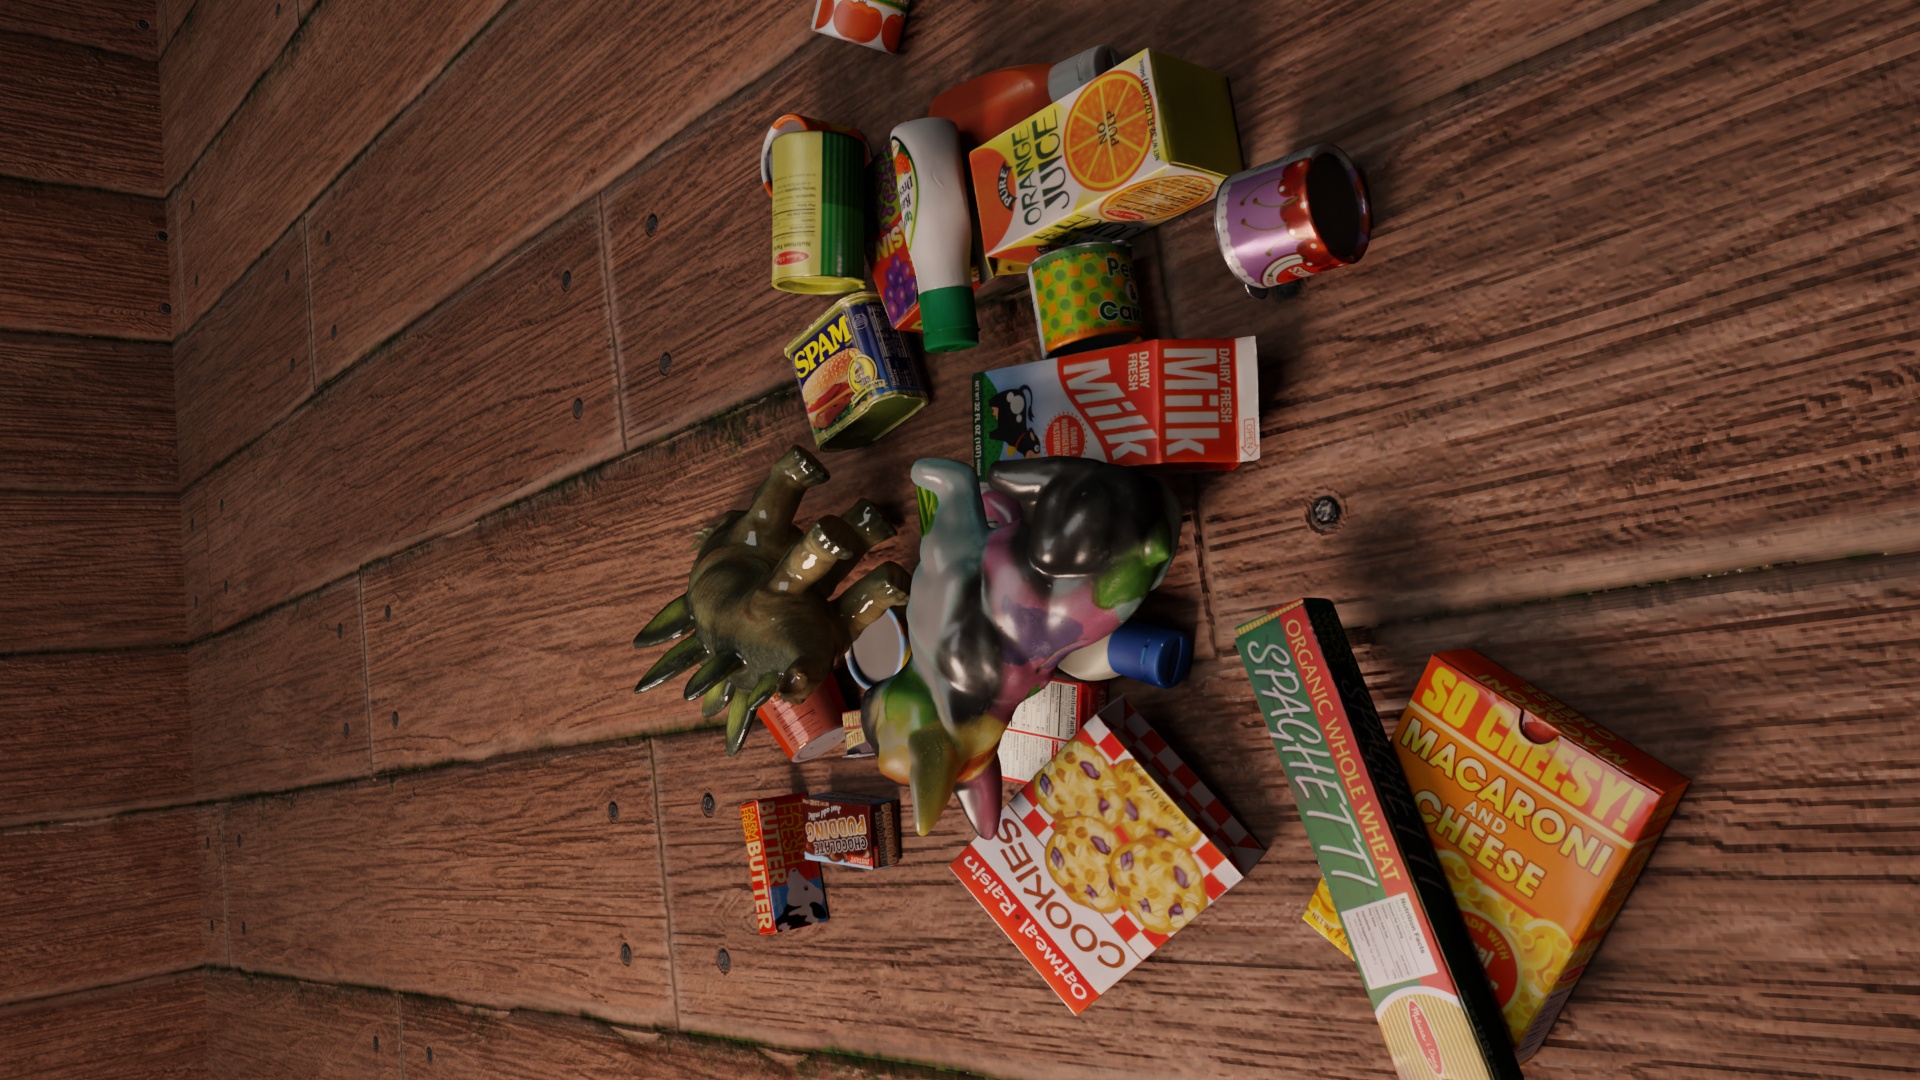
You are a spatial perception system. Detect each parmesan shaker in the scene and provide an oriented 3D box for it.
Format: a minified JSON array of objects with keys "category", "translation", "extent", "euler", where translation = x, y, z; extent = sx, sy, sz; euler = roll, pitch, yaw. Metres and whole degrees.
[{"category":"parmesan shaker","translation":[-0.098,-0.231,0.985],"extent":[0.071,0.071,0.103],"euler":[0,89,46]}]

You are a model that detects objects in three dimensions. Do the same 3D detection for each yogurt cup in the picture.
[{"category":"yogurt cup","translation":[-0.117,0.133,1.063],"extent":[0.072,0.072,0.054],"euler":[-46,67,36]}]

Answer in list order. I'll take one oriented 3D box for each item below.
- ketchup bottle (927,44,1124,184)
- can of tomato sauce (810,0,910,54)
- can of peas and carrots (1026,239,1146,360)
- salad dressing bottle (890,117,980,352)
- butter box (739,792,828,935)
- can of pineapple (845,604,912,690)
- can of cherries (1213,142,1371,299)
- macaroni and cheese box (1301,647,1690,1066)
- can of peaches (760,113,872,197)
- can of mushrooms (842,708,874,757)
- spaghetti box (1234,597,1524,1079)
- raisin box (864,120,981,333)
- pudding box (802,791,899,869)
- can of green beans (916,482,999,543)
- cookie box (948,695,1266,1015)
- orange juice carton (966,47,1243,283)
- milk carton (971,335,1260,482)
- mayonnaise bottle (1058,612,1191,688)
[{"category":"ketchup bottle","translation":[0.042,-0.283,0.911],"extent":[0.148,0.043,0.064],"euler":[-7,86,46]},{"category":"can of tomato sauce","translation":[-0.066,-0.404,1.010],"extent":[0.071,0.071,0.082],"euler":[33,114,41]},{"category":"can of peas and carrots","translation":[0.080,-0.145,0.855],"extent":[0.071,0.071,0.059],"euler":[-17,78,45]},{"category":"salad dressing bottle","translation":[-0.015,-0.199,0.911],"extent":[0.064,0.044,0.147],"euler":[168,95,-77]},{"category":"butter box","translation":[-0.139,0.253,1.091],"extent":[0.024,0.053,0.103],"euler":[-23,74,42]},{"category":"can of pineapple","translation":[-0.039,0.074,0.984],"extent":[0.071,0.058,0.071],"euler":[0,90,46]},{"category":"can of cherries","translation":[0.180,-0.172,0.750],"extent":[0.058,0.071,0.071],"euler":[-10,83,45]},{"category":"macaroni and cheese box","translation":[0.257,0.156,0.685],"extent":[0.124,0.040,0.165],"euler":[36,115,40]},{"category":"can of peaches","translation":[-0.110,-0.288,1.060],"extent":[0.071,0.058,0.071],"euler":[0,89,47]},{"category":"can of mushrooms","translation":[-0.052,0.135,0.988],"extent":[0.071,0.071,0.033],"euler":[-14,78,46]},{"category":"spaghetti box","translation":[0.203,0.150,0.690],"extent":[0.050,0.029,0.250],"euler":[-35,65,42]},{"category":"raisin box","translation":[-0.030,-0.222,0.990],"extent":[0.085,0.040,0.123],"euler":[-38,64,39]},{"category":"pudding box","translation":[-0.083,0.219,1.049],"extent":[0.083,0.030,0.049],"euler":[-5,87,47]},{"category":"can of green beans","translation":[0.005,-0.012,0.932],"extent":[0.071,0.071,0.058],"euler":[-12,81,46]},{"category":"cookie box","translation":[0.084,0.193,0.844],"extent":[0.123,0.040,0.166],"euler":[48,124,14]},{"category":"orange juice carton","translation":[0.072,-0.222,0.858],"extent":[0.192,0.073,0.072],"euler":[-16,78,46]},{"category":"milk carton","translation":[0.098,-0.074,0.830],"extent":[0.190,0.073,0.072],"euler":[-5,86,46]},{"category":"mayonnaise bottle","translation":[0.076,0.058,0.876],"extent":[0.148,0.041,0.064],"euler":[15,95,44]}]
